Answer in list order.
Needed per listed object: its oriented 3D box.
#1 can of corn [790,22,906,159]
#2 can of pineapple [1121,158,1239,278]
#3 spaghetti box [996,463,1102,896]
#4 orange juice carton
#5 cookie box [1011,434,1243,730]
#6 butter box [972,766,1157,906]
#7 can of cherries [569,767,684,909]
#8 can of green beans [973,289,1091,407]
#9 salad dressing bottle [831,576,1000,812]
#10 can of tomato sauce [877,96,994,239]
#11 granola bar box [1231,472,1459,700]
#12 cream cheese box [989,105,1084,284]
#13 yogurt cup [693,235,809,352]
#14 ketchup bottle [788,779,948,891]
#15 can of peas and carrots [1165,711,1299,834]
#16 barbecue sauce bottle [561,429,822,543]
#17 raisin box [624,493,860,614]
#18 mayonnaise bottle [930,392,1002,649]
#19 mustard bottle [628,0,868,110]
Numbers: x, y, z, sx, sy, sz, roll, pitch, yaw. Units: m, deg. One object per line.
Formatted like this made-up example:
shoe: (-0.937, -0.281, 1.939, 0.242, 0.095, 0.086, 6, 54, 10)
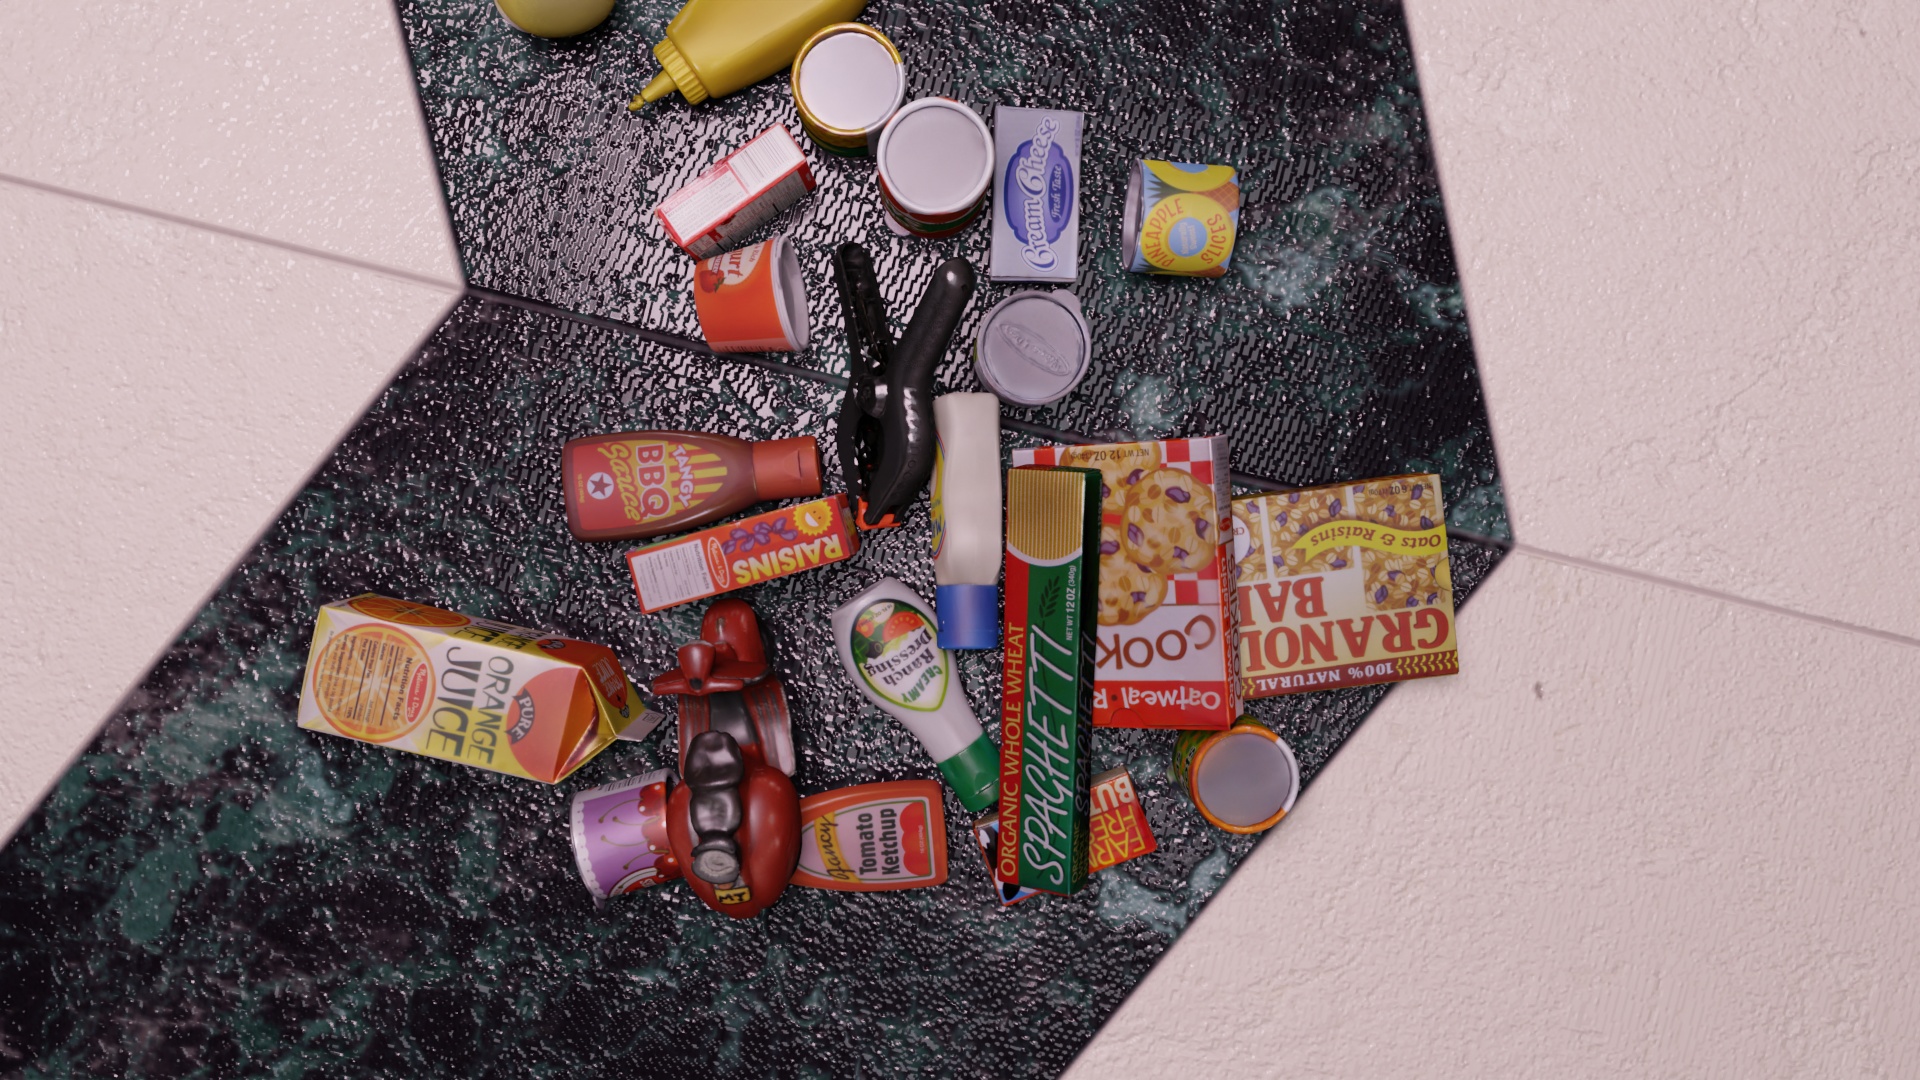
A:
can of corn: (-0.067, -0.263, 0.812, 0.071, 0.058, 0.071, 0, 93, -2)
can of pineapple: (0.129, -0.189, 0.818, 0.058, 0.071, 0.071, 4, 93, -2)
spaghetti box: (0.052, 0.081, 0.807, 0.050, 0.029, 0.249, 4, 96, 28)
orange juice carton: (-0.274, 0.090, 0.817, 0.193, 0.072, 0.073, 13, 93, -3)
cookie box: (0.098, 0.025, 0.819, 0.123, 0.040, 0.167, -2, 94, 25)
butter box: (0.064, 0.182, 0.859, 0.103, 0.024, 0.053, -20, 93, -1)
can of cherries: (-0.193, 0.177, 0.827, 0.058, 0.071, 0.071, -15, 94, -2)
can of green beans: (0.042, -0.112, 0.825, 0.071, 0.058, 0.071, 0, 93, -2)
salad dressing bottle: (-0.020, 0.094, 0.841, 0.064, 0.044, 0.147, -34, 94, -7)
can of tomato sauce: (-0.017, -0.213, 0.804, 0.071, 0.083, 0.071, 0, 93, -2)
granola bar box: (0.213, 0.029, 0.849, 0.166, 0.039, 0.124, -7, 94, -1)
cream cheese box: (0.045, -0.207, 0.836, 0.053, 0.024, 0.103, 2, 93, -2)
yogurt cup: (-0.123, -0.141, 0.815, 0.054, 0.072, 0.072, -8, 94, 6)
ketchup bottle: (-0.083, 0.182, 0.844, 0.149, 0.043, 0.064, -4, 90, -1)
can of peas and carrots: (0.164, 0.140, 0.843, 0.071, 0.059, 0.071, 0, 93, -2)
barbecue sauce bottle: (-0.158, -0.037, 0.828, 0.149, 0.043, 0.065, -6, 87, -2)
raisin box: (-0.123, 0.006, 0.811, 0.123, 0.086, 0.040, -16, 92, -1)
mayonnaise bottle: (0.003, -0.010, 0.818, 0.041, 0.064, 0.148, 0, 86, -12)
mustard bottle: (-0.129, -0.300, 0.812, 0.160, 0.049, 0.065, -34, 83, 1)
